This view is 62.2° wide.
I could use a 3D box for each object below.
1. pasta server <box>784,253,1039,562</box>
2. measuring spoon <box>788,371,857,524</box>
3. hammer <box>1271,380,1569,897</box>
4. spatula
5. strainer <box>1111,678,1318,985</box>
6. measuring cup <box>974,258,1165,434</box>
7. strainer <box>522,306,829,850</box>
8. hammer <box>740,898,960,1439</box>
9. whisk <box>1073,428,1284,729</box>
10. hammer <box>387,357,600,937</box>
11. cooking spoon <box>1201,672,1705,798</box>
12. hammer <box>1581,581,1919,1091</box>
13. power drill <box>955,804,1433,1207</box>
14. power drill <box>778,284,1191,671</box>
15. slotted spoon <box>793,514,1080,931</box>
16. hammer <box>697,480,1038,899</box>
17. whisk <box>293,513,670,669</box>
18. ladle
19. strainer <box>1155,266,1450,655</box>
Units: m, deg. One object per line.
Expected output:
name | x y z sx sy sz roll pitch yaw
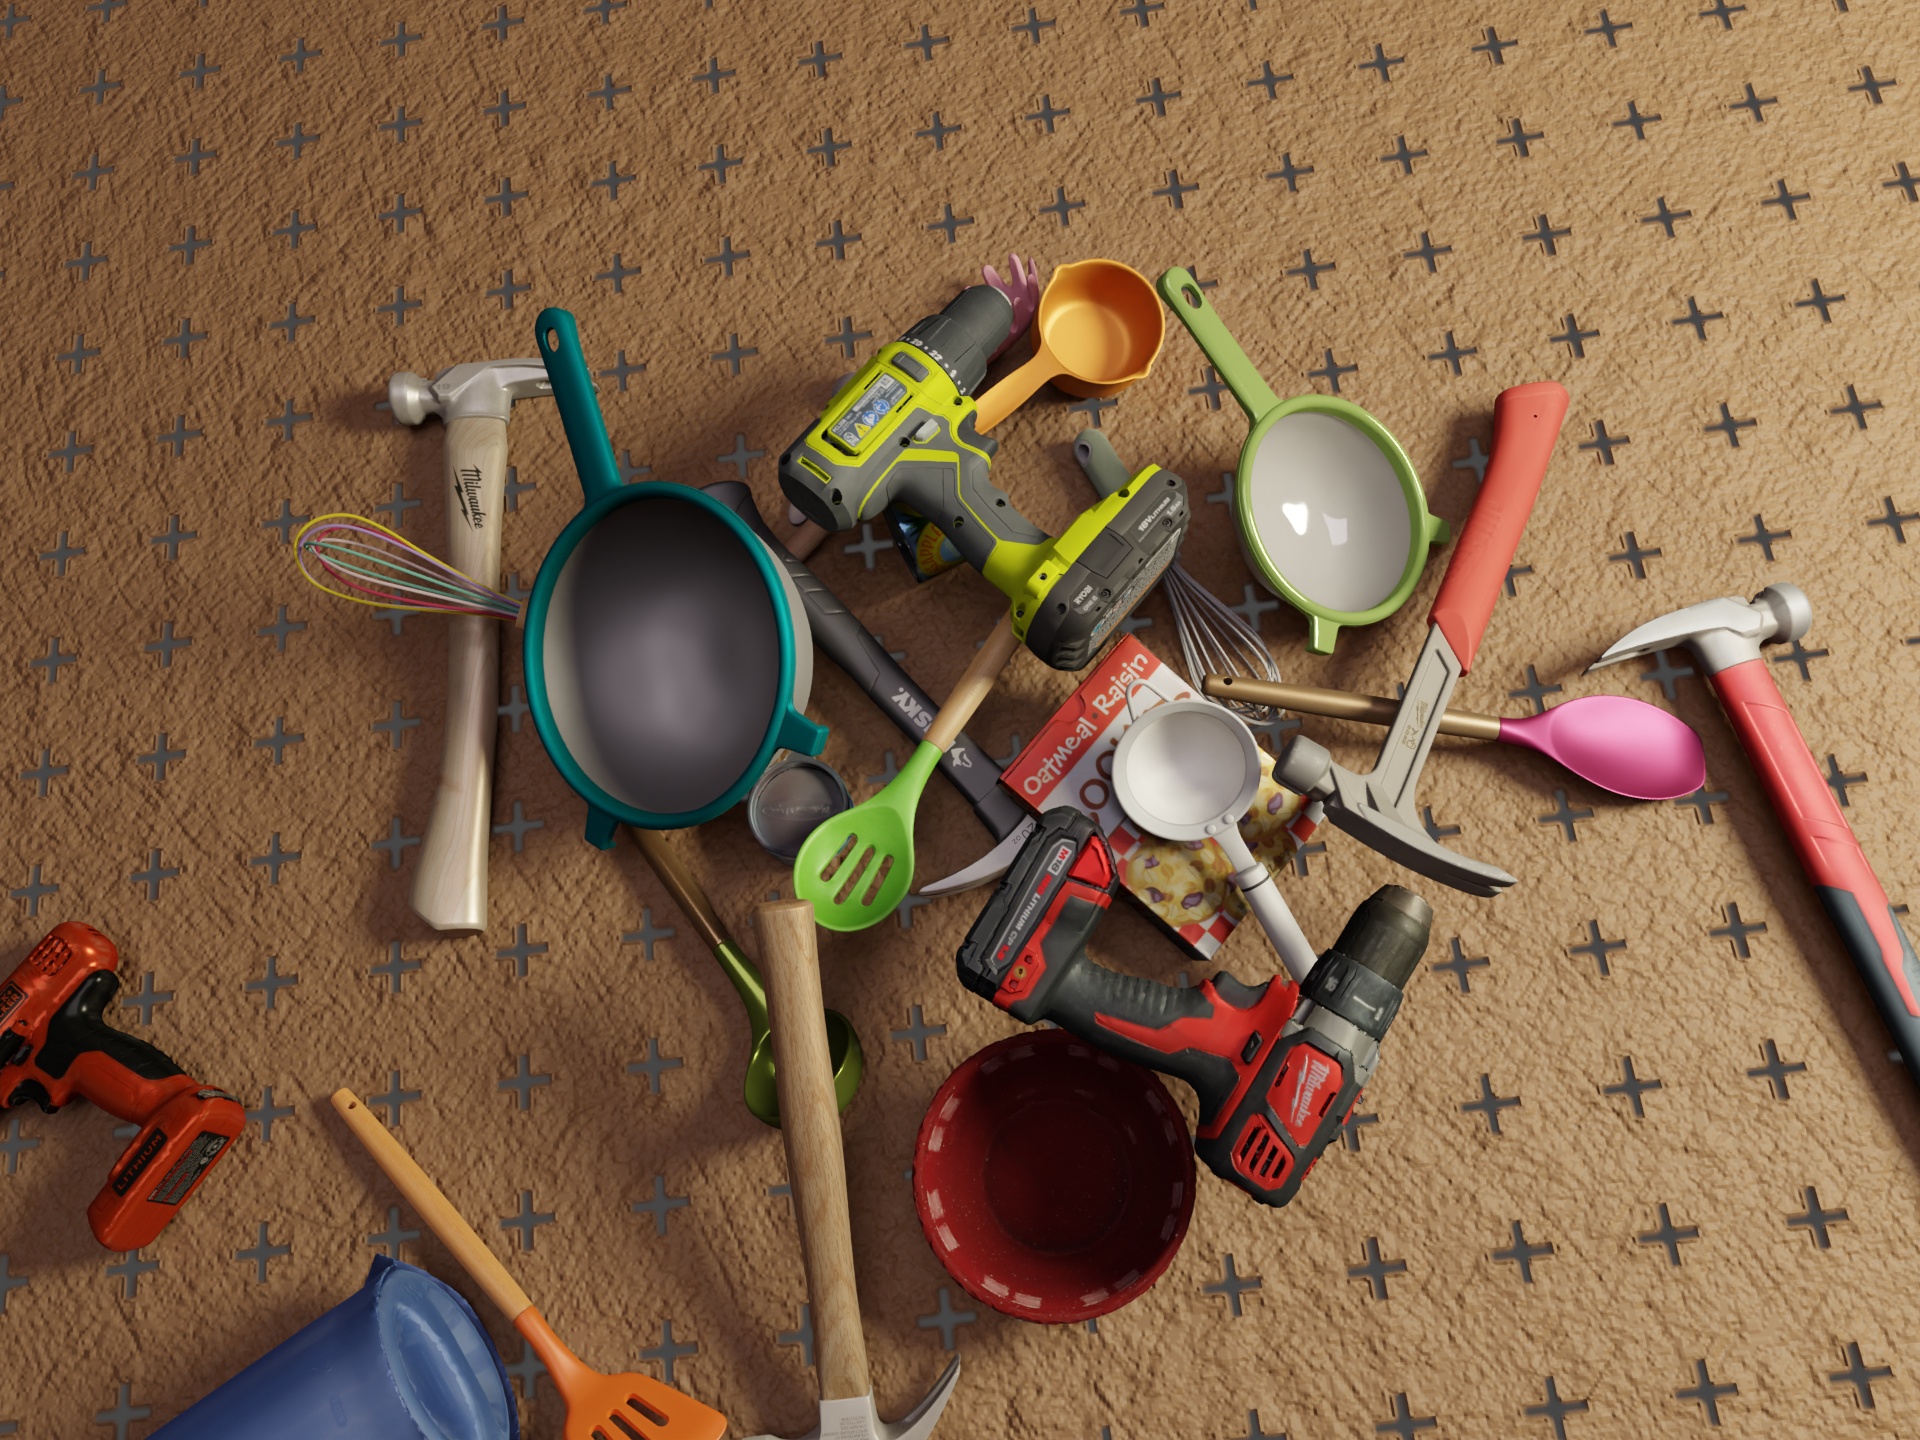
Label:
pasta server | -0.050 -0.196 1.098 0.316 0.040 0.060 -49 40 -9
measuring spoon | -0.092 -0.192 1.111 0.034 0.018 0.124 20 75 11
hammer | 0.321 -0.070 0.985 0.149 0.036 0.359 29 64 1
spatula | -0.273 0.329 0.940 0.323 0.041 0.081 41 51 18
strainer | 0.166 0.085 0.936 0.087 0.050 0.258 -30 94 12
measuring cup | 0.059 -0.239 1.086 0.173 0.052 0.095 -39 91 -8
strainer | -0.187 -0.100 1.007 0.211 0.095 0.340 -24 80 29
hammer | -0.077 0.266 0.897 0.130 0.031 0.331 -7 90 0
whisk | 0.139 -0.097 1.047 0.059 0.057 0.246 -12 63 -35
hammer | -0.322 -0.059 1.080 0.146 0.038 0.411 -5 71 2
cooking spoon | 0.306 0.001 0.984 0.319 0.017 0.069 9 65 -3
hammer | 0.511 0.107 0.936 0.143 0.038 0.387 -16 72 -8
power drill | 0.132 0.133 0.883 0.227 0.080 0.188 32 85 11
power drill | 0.027 -0.157 0.990 0.228 0.080 0.190 38 75 13
slotted spoon | -0.002 -0.003 0.992 0.070 0.031 0.314 31 76 9
hammer | -0.064 -0.033 1.033 0.146 0.035 0.335 -43 78 -9
whisk | -0.308 -0.081 1.038 0.245 0.051 0.047 17 65 -15
ladle | -0.167 0.118 0.995 0.078 0.062 0.320 -38 70 -3
strainer | 0.191 -0.170 1.015 0.151 0.069 0.256 -40 97 -27
